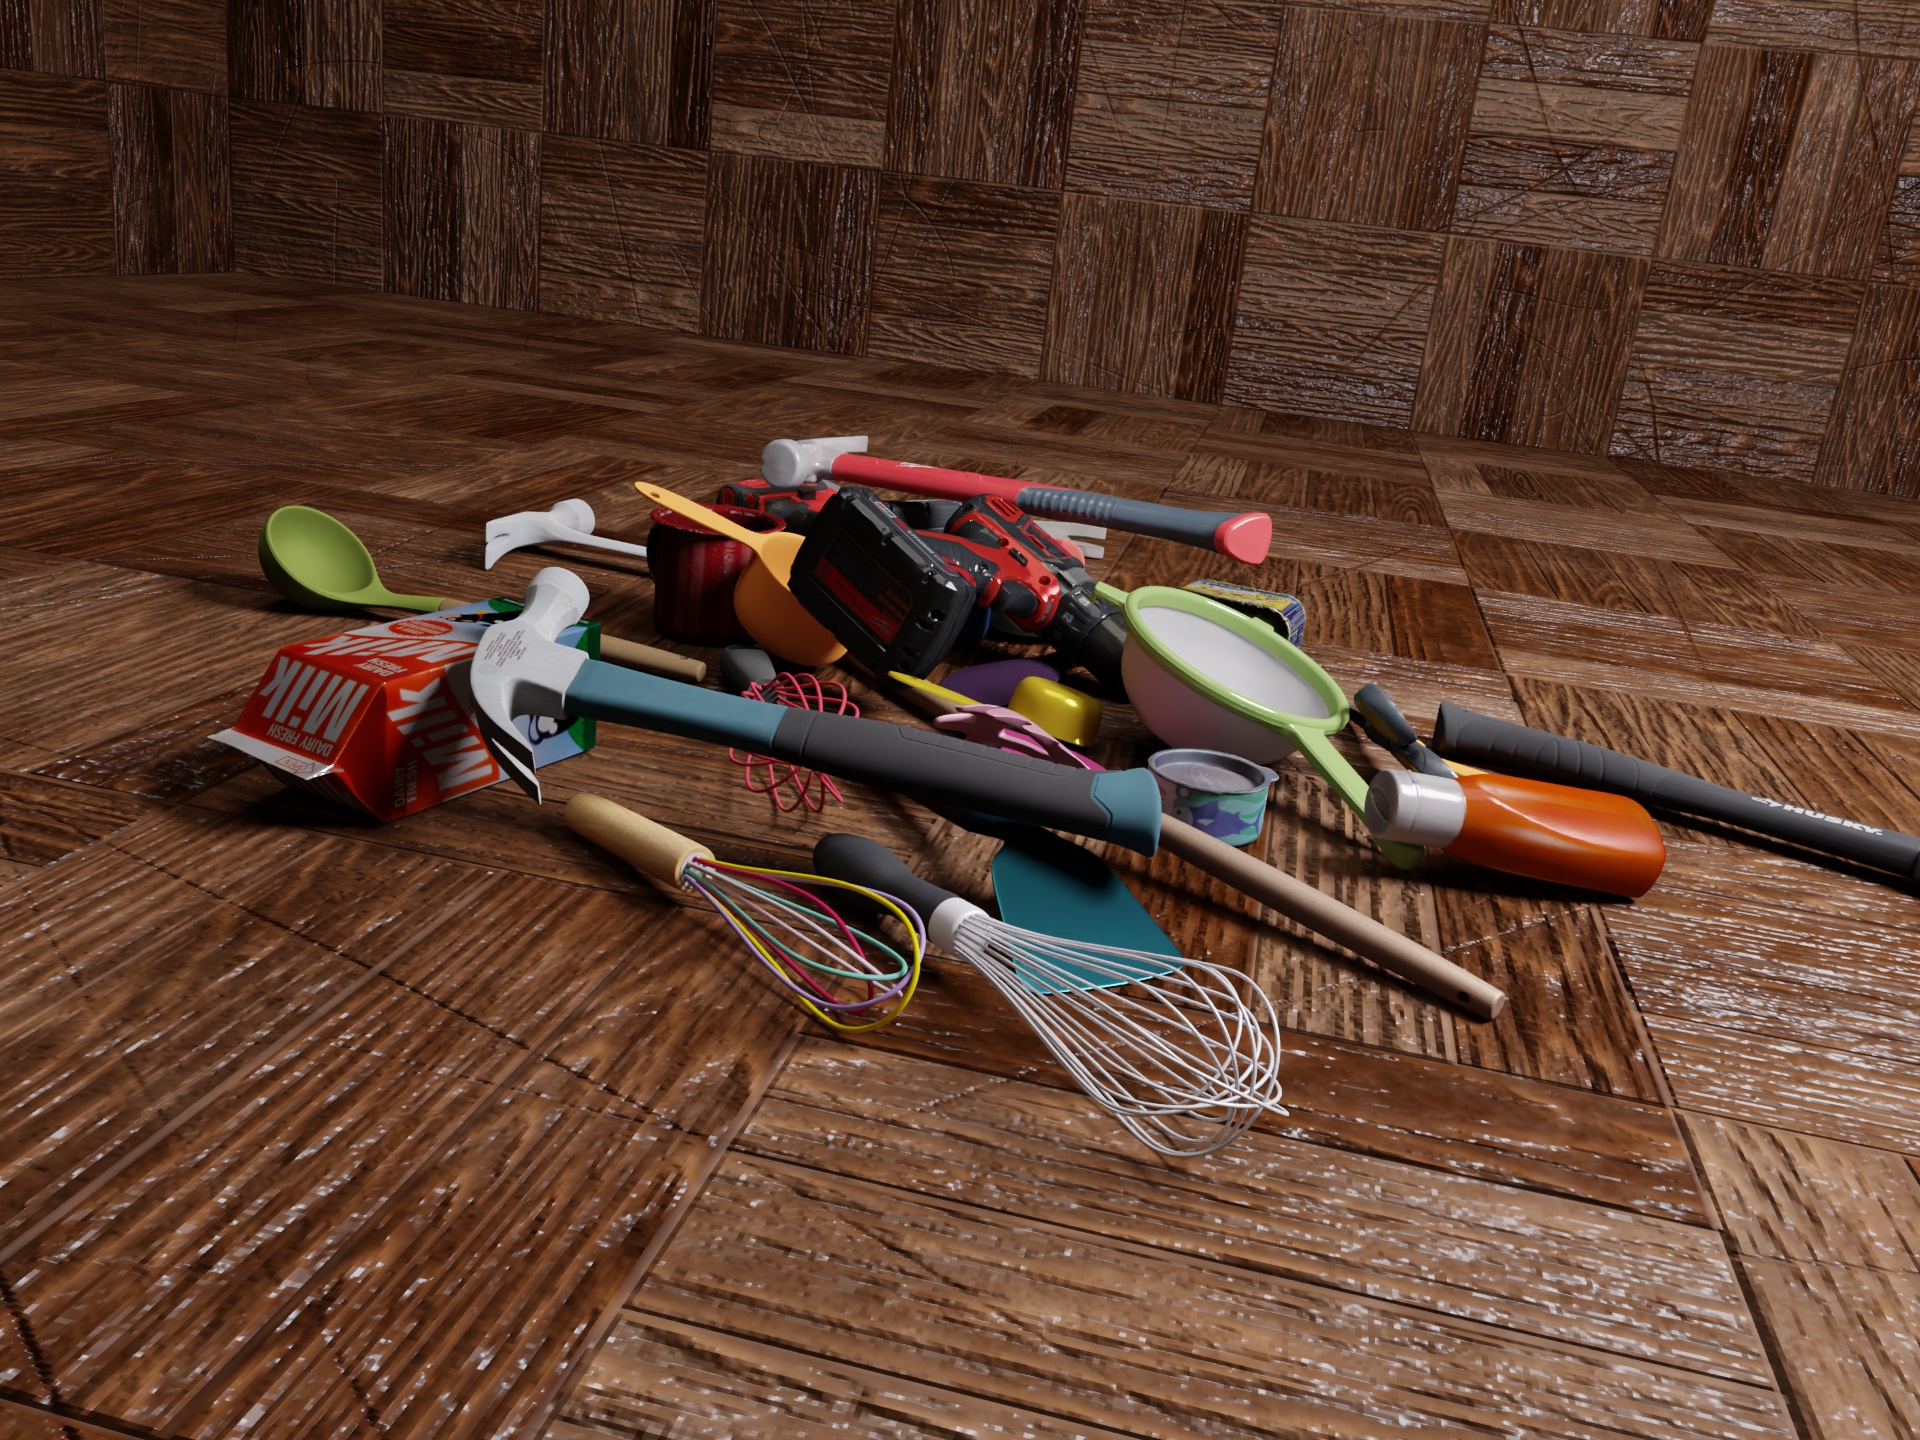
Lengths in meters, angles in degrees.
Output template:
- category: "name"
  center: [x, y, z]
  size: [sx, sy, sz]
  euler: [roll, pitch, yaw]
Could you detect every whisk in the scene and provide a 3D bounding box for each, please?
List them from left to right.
- category: "whisk"
  center: [-0.103, 0.073, 0.676]
  size: [0.051, 0.047, 0.245]
  euler: [-12, 21, -41]
- category: "whisk"
  center: [-0.106, -0.009, 0.898]
  size: [0.073, 0.073, 0.296]
  euler: [1, 12, -16]
- category: "whisk"
  center: [0.020, 0.095, 0.634]
  size: [0.070, 0.070, 0.285]
  euler: [-7, 17, -35]

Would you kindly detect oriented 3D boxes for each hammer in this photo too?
- category: "hammer"
  center: [-0.175, -0.112, 1.211]
  size: [0.405, 0.035, 0.144]
  euler: [13, 19, 19]
- category: "hammer"
  center: [-0.069, 0.007, 0.735]
  size: [0.331, 0.033, 0.128]
  euler: [13, 44, 7]
- category: "hammer"
  center: [0.048, -0.170, 1.200]
  size: [0.386, 0.038, 0.143]
  euler: [13, 17, 23]
- category: "hammer"
  center: [0.072, -0.143, 1.316]
  size: [0.149, 0.036, 0.359]
  euler: [5, 10, -5]
- category: "hammer"
  center: [0.444, 0.045, 0.955]
  size: [0.335, 0.035, 0.146]
  euler: [19, 22, 33]

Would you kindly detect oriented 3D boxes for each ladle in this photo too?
- category: "ladle"
  center: [-0.312, -0.078, 1.033]
  size: [0.320, 0.062, 0.078]
  euler: [14, 22, 13]

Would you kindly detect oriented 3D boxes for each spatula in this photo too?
- category: "spatula"
  center: [-0.008, 0.052, 0.800]
  size: [0.082, 0.044, 0.318]
  euler: [-5, 17, -27]
- category: "spatula"
  center: [0.085, -0.049, 1.139]
  size: [0.060, 0.018, 0.316]
  euler: [19, 23, 30]

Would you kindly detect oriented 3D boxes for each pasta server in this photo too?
- category: "pasta server"
  center: [0.111, 0.065, 0.765]
  size: [0.316, 0.060, 0.040]
  euler: [28, 33, 36]

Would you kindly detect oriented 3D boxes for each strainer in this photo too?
- category: "strainer"
  center: [0.175, 0.016, 0.927]
  size: [0.151, 0.069, 0.257]
  euler: [9, 32, -35]

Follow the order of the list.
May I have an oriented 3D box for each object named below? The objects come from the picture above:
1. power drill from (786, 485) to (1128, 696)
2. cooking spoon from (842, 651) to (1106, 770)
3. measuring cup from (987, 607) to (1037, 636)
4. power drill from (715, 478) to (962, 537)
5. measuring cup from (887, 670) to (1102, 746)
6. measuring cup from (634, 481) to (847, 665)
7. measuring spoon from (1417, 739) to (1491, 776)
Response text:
- category: "power drill"
  center: [0.020, -0.076, 1.031]
  size: [0.188, 0.080, 0.226]
  euler: [44, 28, 23]
- category: "cooking spoon"
  center: [-0.002, -0.003, 0.970]
  size: [0.068, 0.017, 0.319]
  euler: [4, 17, -35]
- category: "measuring cup"
  center: [0.062, -0.090, 1.236]
  size: [0.083, 0.038, 0.167]
  euler: [9, 9, 12]
- category: "power drill"
  center: [-0.092, -0.161, 1.332]
  size: [0.143, 0.078, 0.220]
  euler: [-8, 21, -39]
- category: "measuring cup"
  center: [0.022, -0.018, 0.929]
  size: [0.156, 0.029, 0.062]
  euler: [17, 8, -40]
- category: "measuring cup"
  center: [-0.141, -0.095, 1.032]
  size: [0.173, 0.052, 0.095]
  euler: [27, 29, -14]
- category: "measuring spoon"
  center: [0.324, 0.032, 0.987]
  size: [0.117, 0.011, 0.021]
  euler: [23, 24, 40]
